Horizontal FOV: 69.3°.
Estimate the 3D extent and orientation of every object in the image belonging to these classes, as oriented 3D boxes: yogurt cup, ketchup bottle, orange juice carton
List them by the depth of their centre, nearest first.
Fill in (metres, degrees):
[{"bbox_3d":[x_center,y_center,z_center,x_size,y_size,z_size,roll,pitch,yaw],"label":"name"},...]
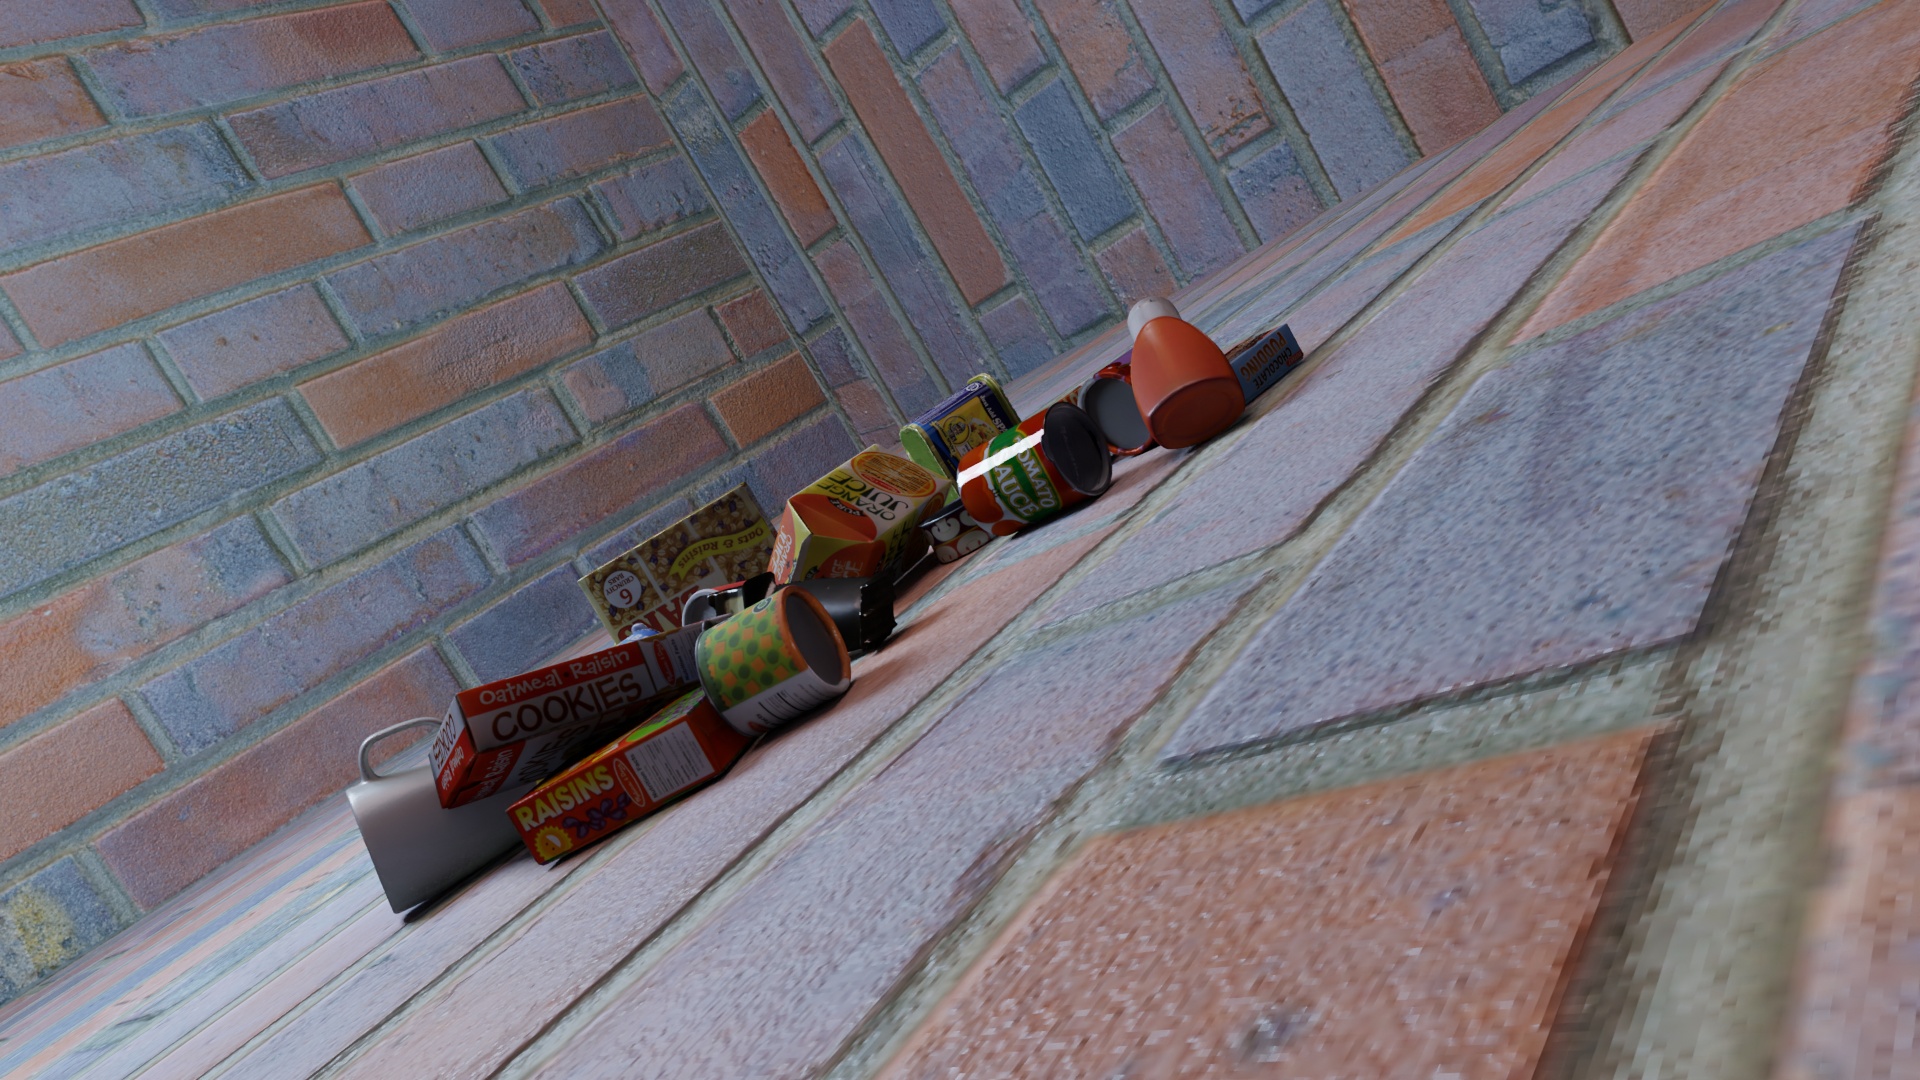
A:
[{"bbox_3d":[0.141,-0.118,0.922,0.064,0.043,0.149,-26,31,11],"label":"ketchup bottle"},{"bbox_3d":[-0.081,-0.002,1.024,0.193,0.073,0.071,-43,-25,-61],"label":"orange juice carton"},{"bbox_3d":[-0.183,0.065,1.127,0.072,0.072,0.054,-26,0,35],"label":"yogurt cup"}]

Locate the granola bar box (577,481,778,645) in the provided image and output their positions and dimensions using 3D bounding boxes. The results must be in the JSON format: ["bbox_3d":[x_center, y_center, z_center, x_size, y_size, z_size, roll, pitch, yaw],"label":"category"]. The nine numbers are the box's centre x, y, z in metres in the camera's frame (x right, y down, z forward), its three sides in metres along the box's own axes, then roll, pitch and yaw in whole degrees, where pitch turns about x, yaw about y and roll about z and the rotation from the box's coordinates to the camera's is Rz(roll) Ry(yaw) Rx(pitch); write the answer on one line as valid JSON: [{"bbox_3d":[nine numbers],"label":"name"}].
[{"bbox_3d":[-0.226,0.043,1.204,0.165,0.124,0.039,-30,6,3],"label":"granola bar box"}]

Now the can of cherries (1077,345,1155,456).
[{"bbox_3d":[0.128,-0.100,0.995,0.071,0.071,0.059,-23,10,47],"label":"can of cherries"}]

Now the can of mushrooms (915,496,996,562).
[{"bbox_3d":[0.004,-0.013,1.017,0.071,0.033,0.071,-30,7,4],"label":"can of mushrooms"}]

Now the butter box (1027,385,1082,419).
[{"bbox_3d":[0.077,-0.082,1.125,0.104,0.053,0.024,-35,5,-41],"label":"butter box"}]

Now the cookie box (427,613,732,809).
[{"bbox_3d":[-0.224,0.104,0.834,0.168,0.040,0.122,-16,-16,-33],"label":"cookie box"}]

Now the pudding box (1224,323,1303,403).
[{"bbox_3d":[0.194,-0.115,0.961,0.084,0.030,0.049,-36,9,-37],"label":"pudding box"}]

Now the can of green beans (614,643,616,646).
[{"bbox_3d":[-0.277,0.098,1.275,0.071,0.071,0.057,-35,7,-35],"label":"can of green beans"}]

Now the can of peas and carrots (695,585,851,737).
[{"bbox_3d":[-0.102,0.063,0.757,0.058,0.071,0.071,-28,7,16],"label":"can of peas and carrots"}]

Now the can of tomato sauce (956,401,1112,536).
[{"bbox_3d":[0.048,-0.046,0.929,0.083,0.071,0.071,-26,8,39],"label":"can of tomato sauce"}]

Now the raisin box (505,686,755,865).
[{"bbox_3d":[-0.176,0.124,0.767,0.123,0.040,0.086,-28,7,14],"label":"raisin box"}]

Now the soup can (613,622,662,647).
[{"bbox_3d":[-0.260,0.113,1.066,0.071,0.071,0.084,-25,9,40],"label":"soup can"}]
